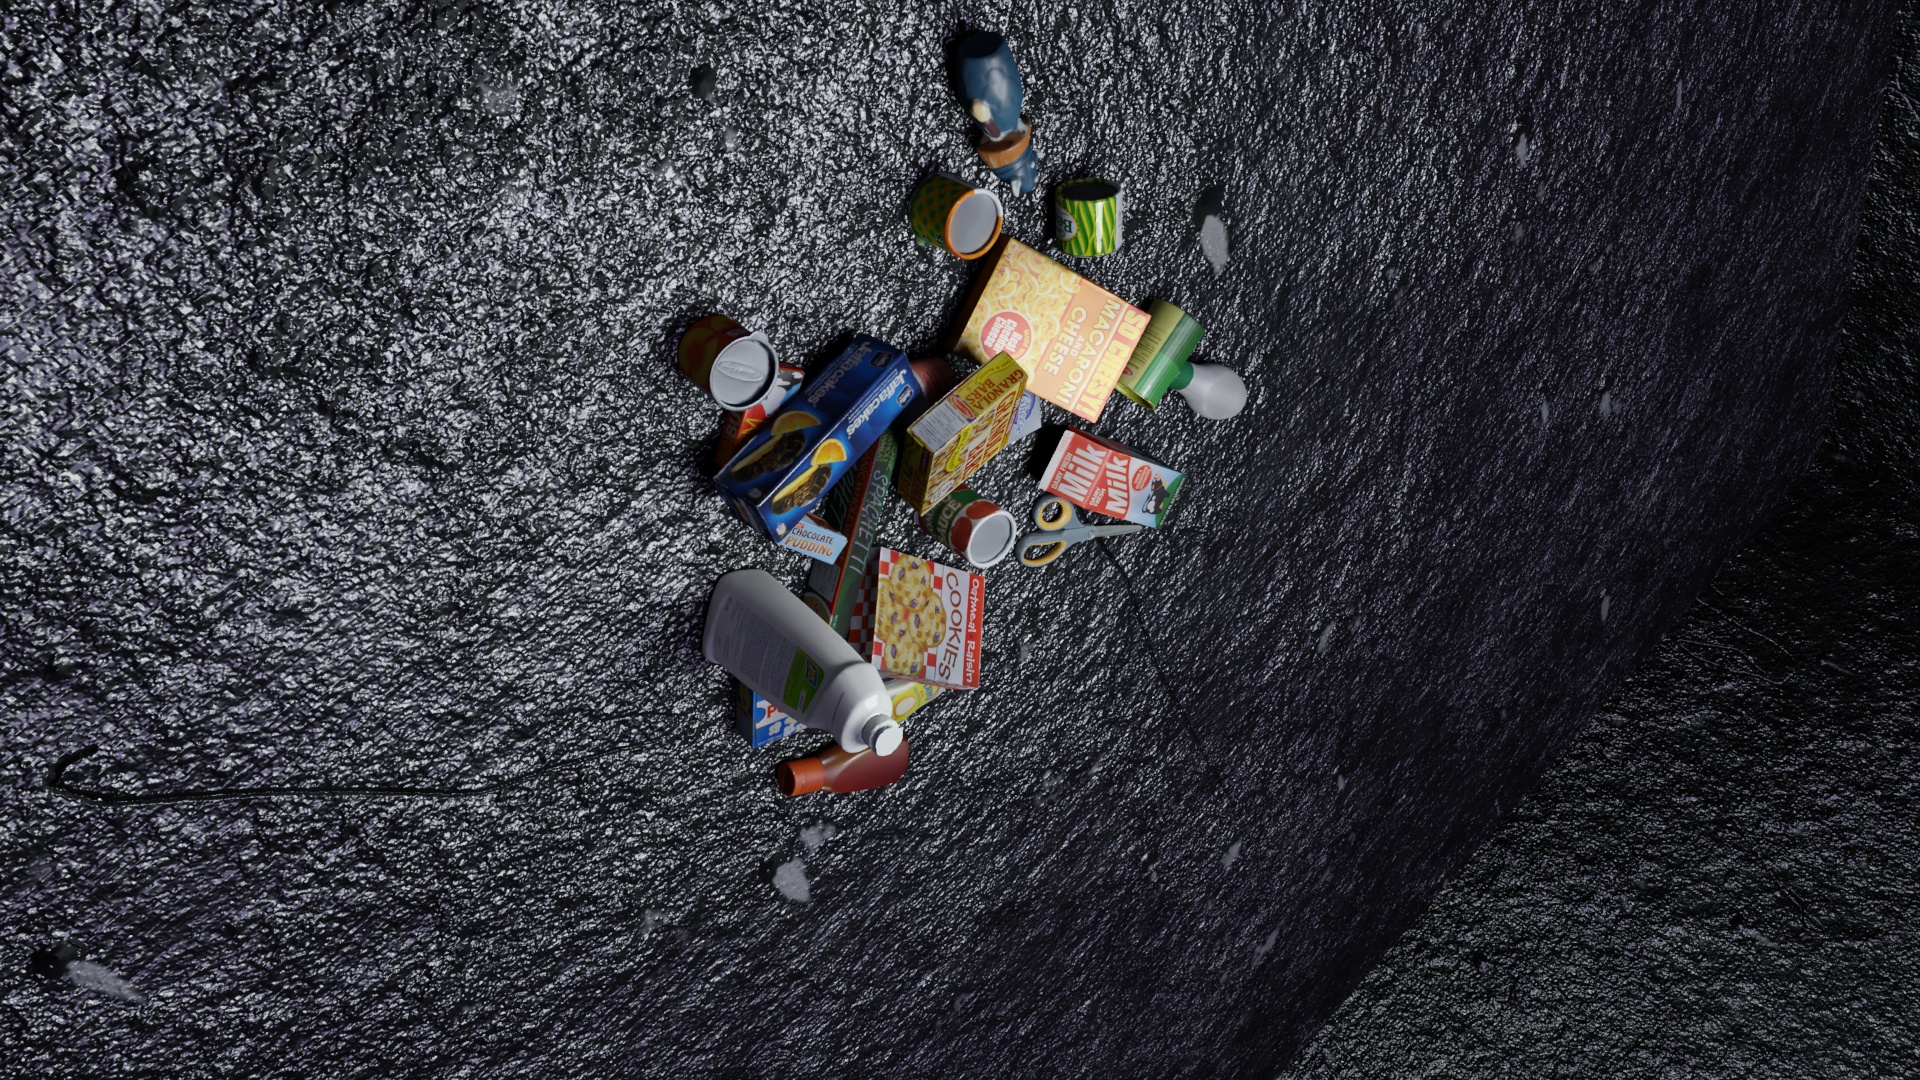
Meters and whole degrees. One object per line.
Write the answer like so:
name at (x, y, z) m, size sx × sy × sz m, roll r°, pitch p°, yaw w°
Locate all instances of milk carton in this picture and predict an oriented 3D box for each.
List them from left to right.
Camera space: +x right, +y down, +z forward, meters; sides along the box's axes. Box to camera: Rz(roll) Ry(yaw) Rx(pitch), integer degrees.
milk carton at (0.161, -0.073, 1.545) m, size 0.191 × 0.073 × 0.072 m, roll 12°, pitch 107°, yaw -46°

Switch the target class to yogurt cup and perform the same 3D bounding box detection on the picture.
yogurt cup at (-0.038, -0.142, 1.320) m, size 0.054 × 0.072 × 0.072 m, roll -26°, pitch 131°, yaw -40°

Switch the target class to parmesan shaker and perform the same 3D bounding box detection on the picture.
parmesan shaker at (0.214, -0.202, 1.513) m, size 0.103 × 0.071 × 0.071 m, roll -56°, pitch 139°, yaw 1°

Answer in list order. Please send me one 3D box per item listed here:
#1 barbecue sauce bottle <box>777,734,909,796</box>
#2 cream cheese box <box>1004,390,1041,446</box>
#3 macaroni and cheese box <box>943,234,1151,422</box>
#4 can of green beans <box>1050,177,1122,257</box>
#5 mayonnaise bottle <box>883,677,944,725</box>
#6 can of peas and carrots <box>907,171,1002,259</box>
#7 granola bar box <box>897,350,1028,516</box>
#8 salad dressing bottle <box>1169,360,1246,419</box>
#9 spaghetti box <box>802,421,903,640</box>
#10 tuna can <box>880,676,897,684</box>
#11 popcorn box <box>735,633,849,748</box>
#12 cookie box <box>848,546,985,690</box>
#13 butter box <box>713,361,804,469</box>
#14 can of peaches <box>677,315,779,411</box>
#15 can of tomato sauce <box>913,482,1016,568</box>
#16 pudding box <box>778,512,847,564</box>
barbecue sauce bottle at (-0.126, 0.245, 1.503) m, size 0.149 × 0.044 × 0.064 m, roll -6°, pitch 123°, yaw -41°
cream cheese box at (0.055, -0.154, 1.429) m, size 0.053 × 0.024 × 0.103 m, roll -30°, pitch 133°, yaw -28°
macaroni and cheese box at (0.086, -0.206, 1.361) m, size 0.166 × 0.040 × 0.123 m, roll 24°, pitch 99°, yaw -21°
can of green beans at (0.126, -0.317, 1.359) m, size 0.071 × 0.071 × 0.057 m, roll -26°, pitch 131°, yaw -29°
mayonnaise bottle at (-0.049, 0.155, 1.518) m, size 0.148 × 0.041 × 0.064 m, roll -33°, pitch 134°, yaw -23°
can of peas and carrots at (-0.005, -0.291, 1.256) m, size 0.071 × 0.059 × 0.070 m, roll -23°, pitch 129°, yaw -31°
granola bar box at (-0.001, -0.101, 1.340) m, size 0.124 × 0.039 × 0.165 m, roll -41°, pitch 170°, yaw -17°
salad dressing bottle at (0.275, -0.182, 1.606) m, size 0.148 × 0.044 × 0.064 m, roll 16°, pitch 106°, yaw -46°
spaghetti box at (-0.110, -0.006, 1.349) m, size 0.029 × 0.050 × 0.249 m, roll -3°, pitch 117°, yaw -44°
tuna can at (-0.081, 0.114, 1.469) m, size 0.071 × 0.033 × 0.070 m, roll -24°, pitch 130°, yaw -31°
popcorn box at (-0.165, 0.148, 1.407) m, size 0.127 × 0.038 × 0.084 m, roll -18°, pitch 128°, yaw -35°
cookie box at (-0.044, 0.084, 1.439) m, size 0.167 × 0.040 × 0.123 m, roll 18°, pitch 71°, yaw -48°
butter box at (-0.179, -0.109, 1.235) m, size 0.053 × 0.024 × 0.103 m, roll 3°, pitch 113°, yaw -46°
can of peaches at (-0.195, -0.152, 1.168) m, size 0.071 × 0.058 × 0.071 m, roll -23°, pitch 129°, yaw -31°
can of tomato sauce at (0.005, -0.018, 1.425) m, size 0.071 × 0.083 × 0.070 m, roll -24°, pitch 130°, yaw -32°
pudding box at (-0.152, -0.010, 1.307) m, size 0.083 × 0.050 × 0.030 m, roll 24°, pitch 100°, yaw -49°
